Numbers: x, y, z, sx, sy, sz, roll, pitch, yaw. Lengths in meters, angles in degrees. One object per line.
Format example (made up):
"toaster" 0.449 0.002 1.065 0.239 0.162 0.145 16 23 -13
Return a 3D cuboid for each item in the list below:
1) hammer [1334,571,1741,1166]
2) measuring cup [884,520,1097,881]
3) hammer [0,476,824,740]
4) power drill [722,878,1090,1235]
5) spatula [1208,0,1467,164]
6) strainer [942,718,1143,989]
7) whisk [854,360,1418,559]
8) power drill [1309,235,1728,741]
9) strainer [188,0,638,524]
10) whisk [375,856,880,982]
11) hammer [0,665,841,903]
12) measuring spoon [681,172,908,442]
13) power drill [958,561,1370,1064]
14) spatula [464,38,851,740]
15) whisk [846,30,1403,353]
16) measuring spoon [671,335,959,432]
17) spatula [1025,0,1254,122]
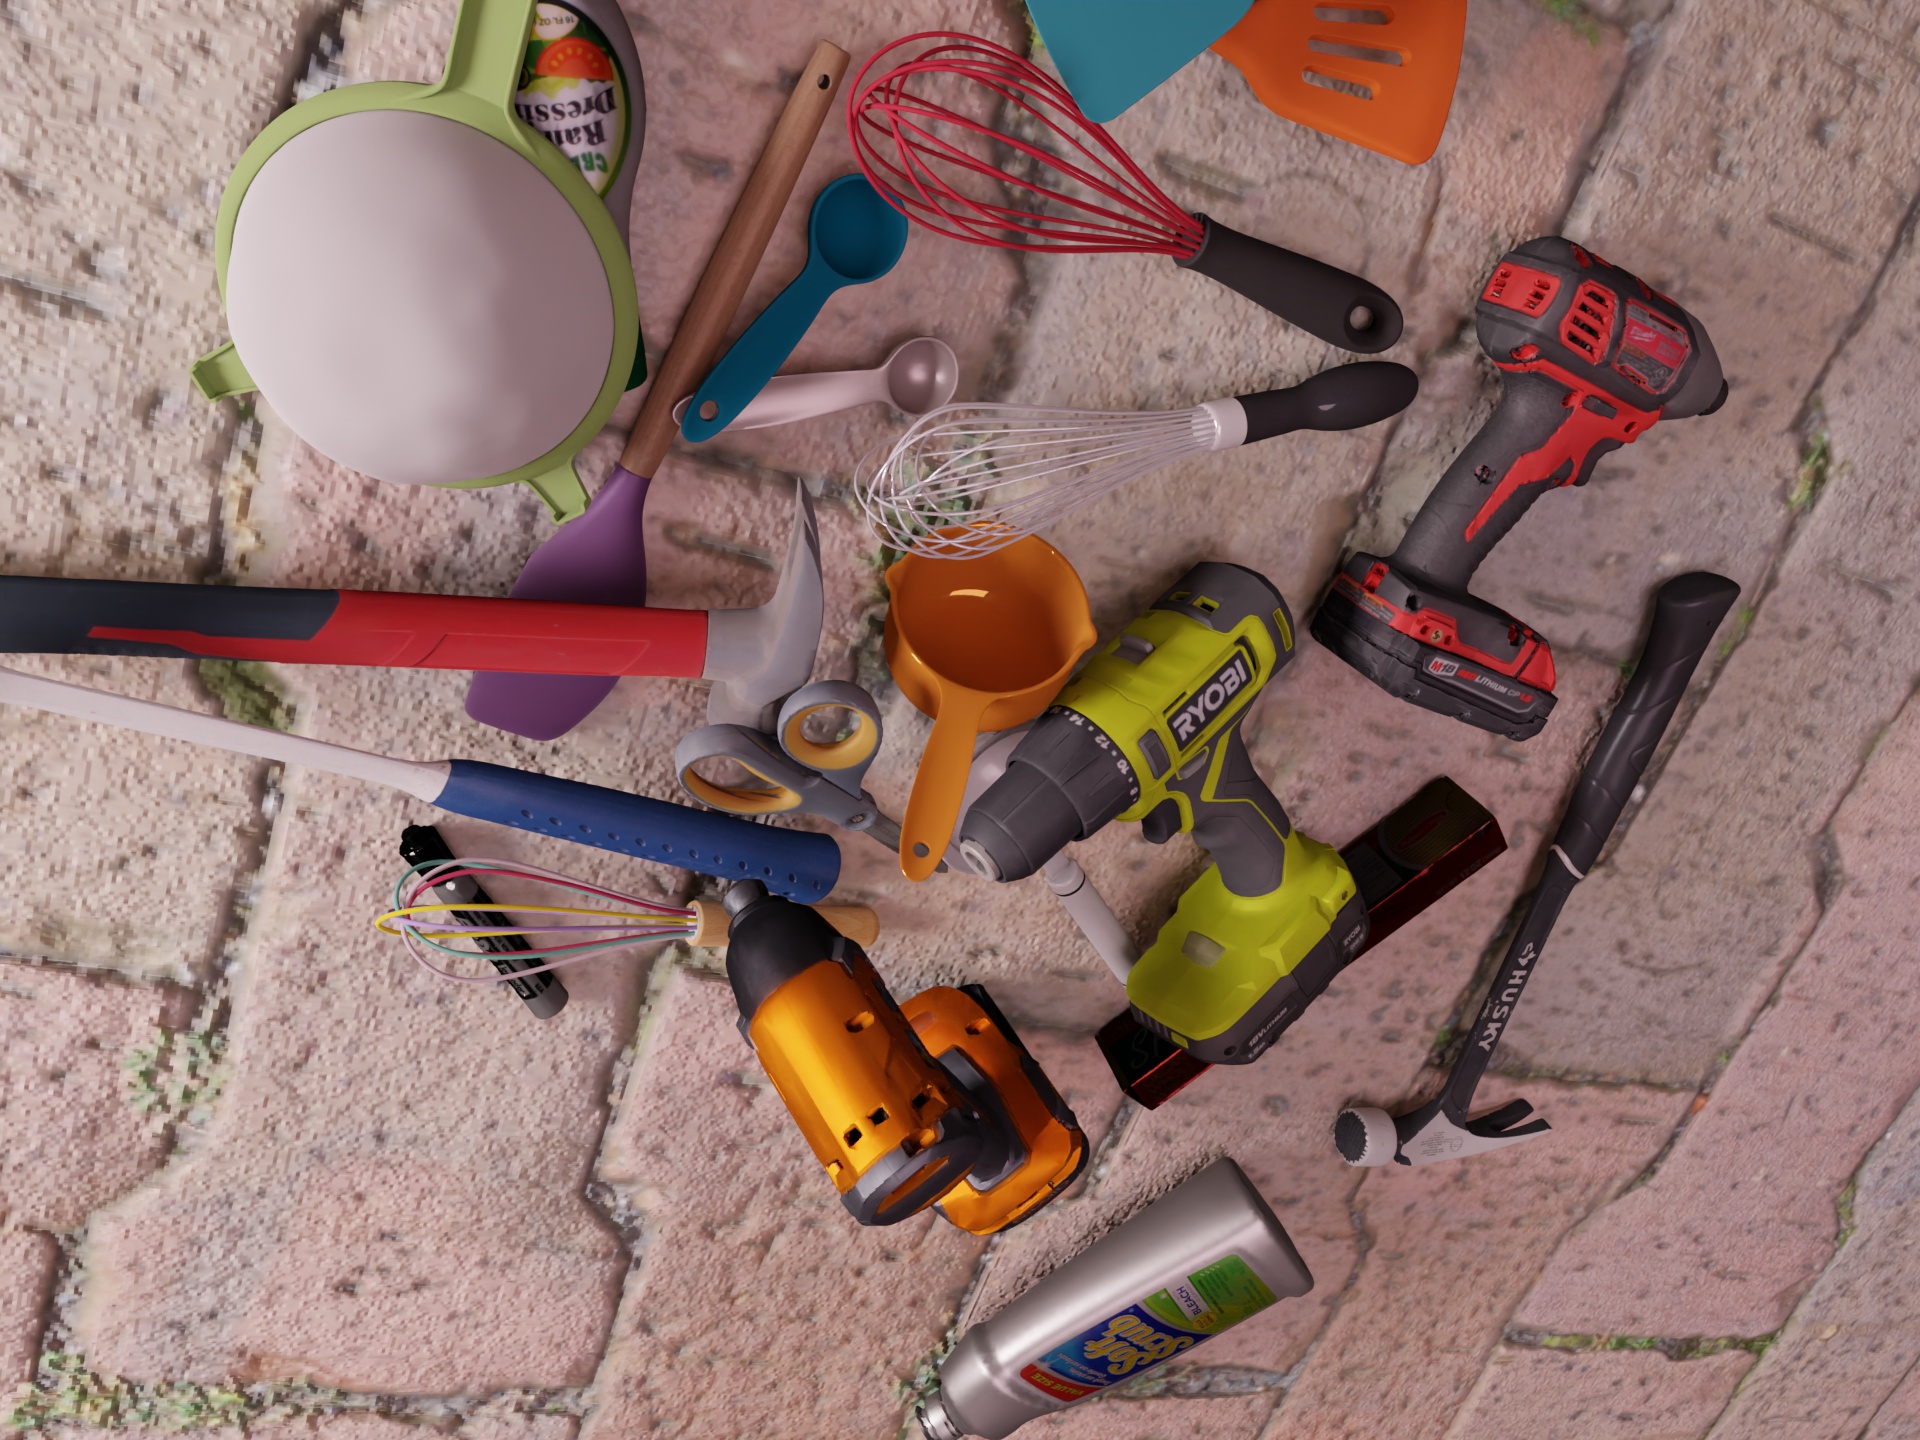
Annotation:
"hammer" 0.358 0.102 0.947 0.149 0.036 0.408 6 115 -25
"measuring cup" -0.001 -0.002 0.686 0.095 0.174 0.052 17 154 -2
"hammer" -0.246 -0.045 0.599 0.386 0.038 0.143 2 146 -15
"power drill" -0.029 0.160 0.751 0.084 0.164 0.226 -39 152 3
"spatula" 0.049 -0.290 0.606 0.322 0.041 0.081 8 95 -23
"strainer" 0.048 0.075 0.813 0.087 0.050 0.258 -42 130 -8
"whisk" 0.086 -0.125 0.701 0.284 0.070 0.070 -16 123 -22
"power drill" 0.280 -0.109 0.777 0.143 0.079 0.219 16 108 -28
"strainer" -0.172 -0.178 0.527 0.151 0.069 0.256 19 123 -12
"whisk" -0.146 0.093 0.740 0.244 0.051 0.047 7 128 -35
"hammer" -0.218 0.021 0.639 0.405 0.035 0.144 18 147 -37
"measuring spoon" -0.071 -0.164 0.635 0.128 0.021 0.042 -50 127 1
"power drill" 0.105 0.061 0.779 0.190 0.080 0.228 -42 127 -19
"spatula" -0.120 -0.124 0.649 0.059 0.018 0.316 19 111 -28
"whisk" 0.080 -0.205 0.659 0.295 0.073 0.073 12 113 -33
"measuring spoon" -0.060 -0.138 0.660 0.124 0.018 0.034 -13 120 -18
"spatula" 0.168 -0.328 0.617 0.317 0.044 0.082 -28 97 -18
